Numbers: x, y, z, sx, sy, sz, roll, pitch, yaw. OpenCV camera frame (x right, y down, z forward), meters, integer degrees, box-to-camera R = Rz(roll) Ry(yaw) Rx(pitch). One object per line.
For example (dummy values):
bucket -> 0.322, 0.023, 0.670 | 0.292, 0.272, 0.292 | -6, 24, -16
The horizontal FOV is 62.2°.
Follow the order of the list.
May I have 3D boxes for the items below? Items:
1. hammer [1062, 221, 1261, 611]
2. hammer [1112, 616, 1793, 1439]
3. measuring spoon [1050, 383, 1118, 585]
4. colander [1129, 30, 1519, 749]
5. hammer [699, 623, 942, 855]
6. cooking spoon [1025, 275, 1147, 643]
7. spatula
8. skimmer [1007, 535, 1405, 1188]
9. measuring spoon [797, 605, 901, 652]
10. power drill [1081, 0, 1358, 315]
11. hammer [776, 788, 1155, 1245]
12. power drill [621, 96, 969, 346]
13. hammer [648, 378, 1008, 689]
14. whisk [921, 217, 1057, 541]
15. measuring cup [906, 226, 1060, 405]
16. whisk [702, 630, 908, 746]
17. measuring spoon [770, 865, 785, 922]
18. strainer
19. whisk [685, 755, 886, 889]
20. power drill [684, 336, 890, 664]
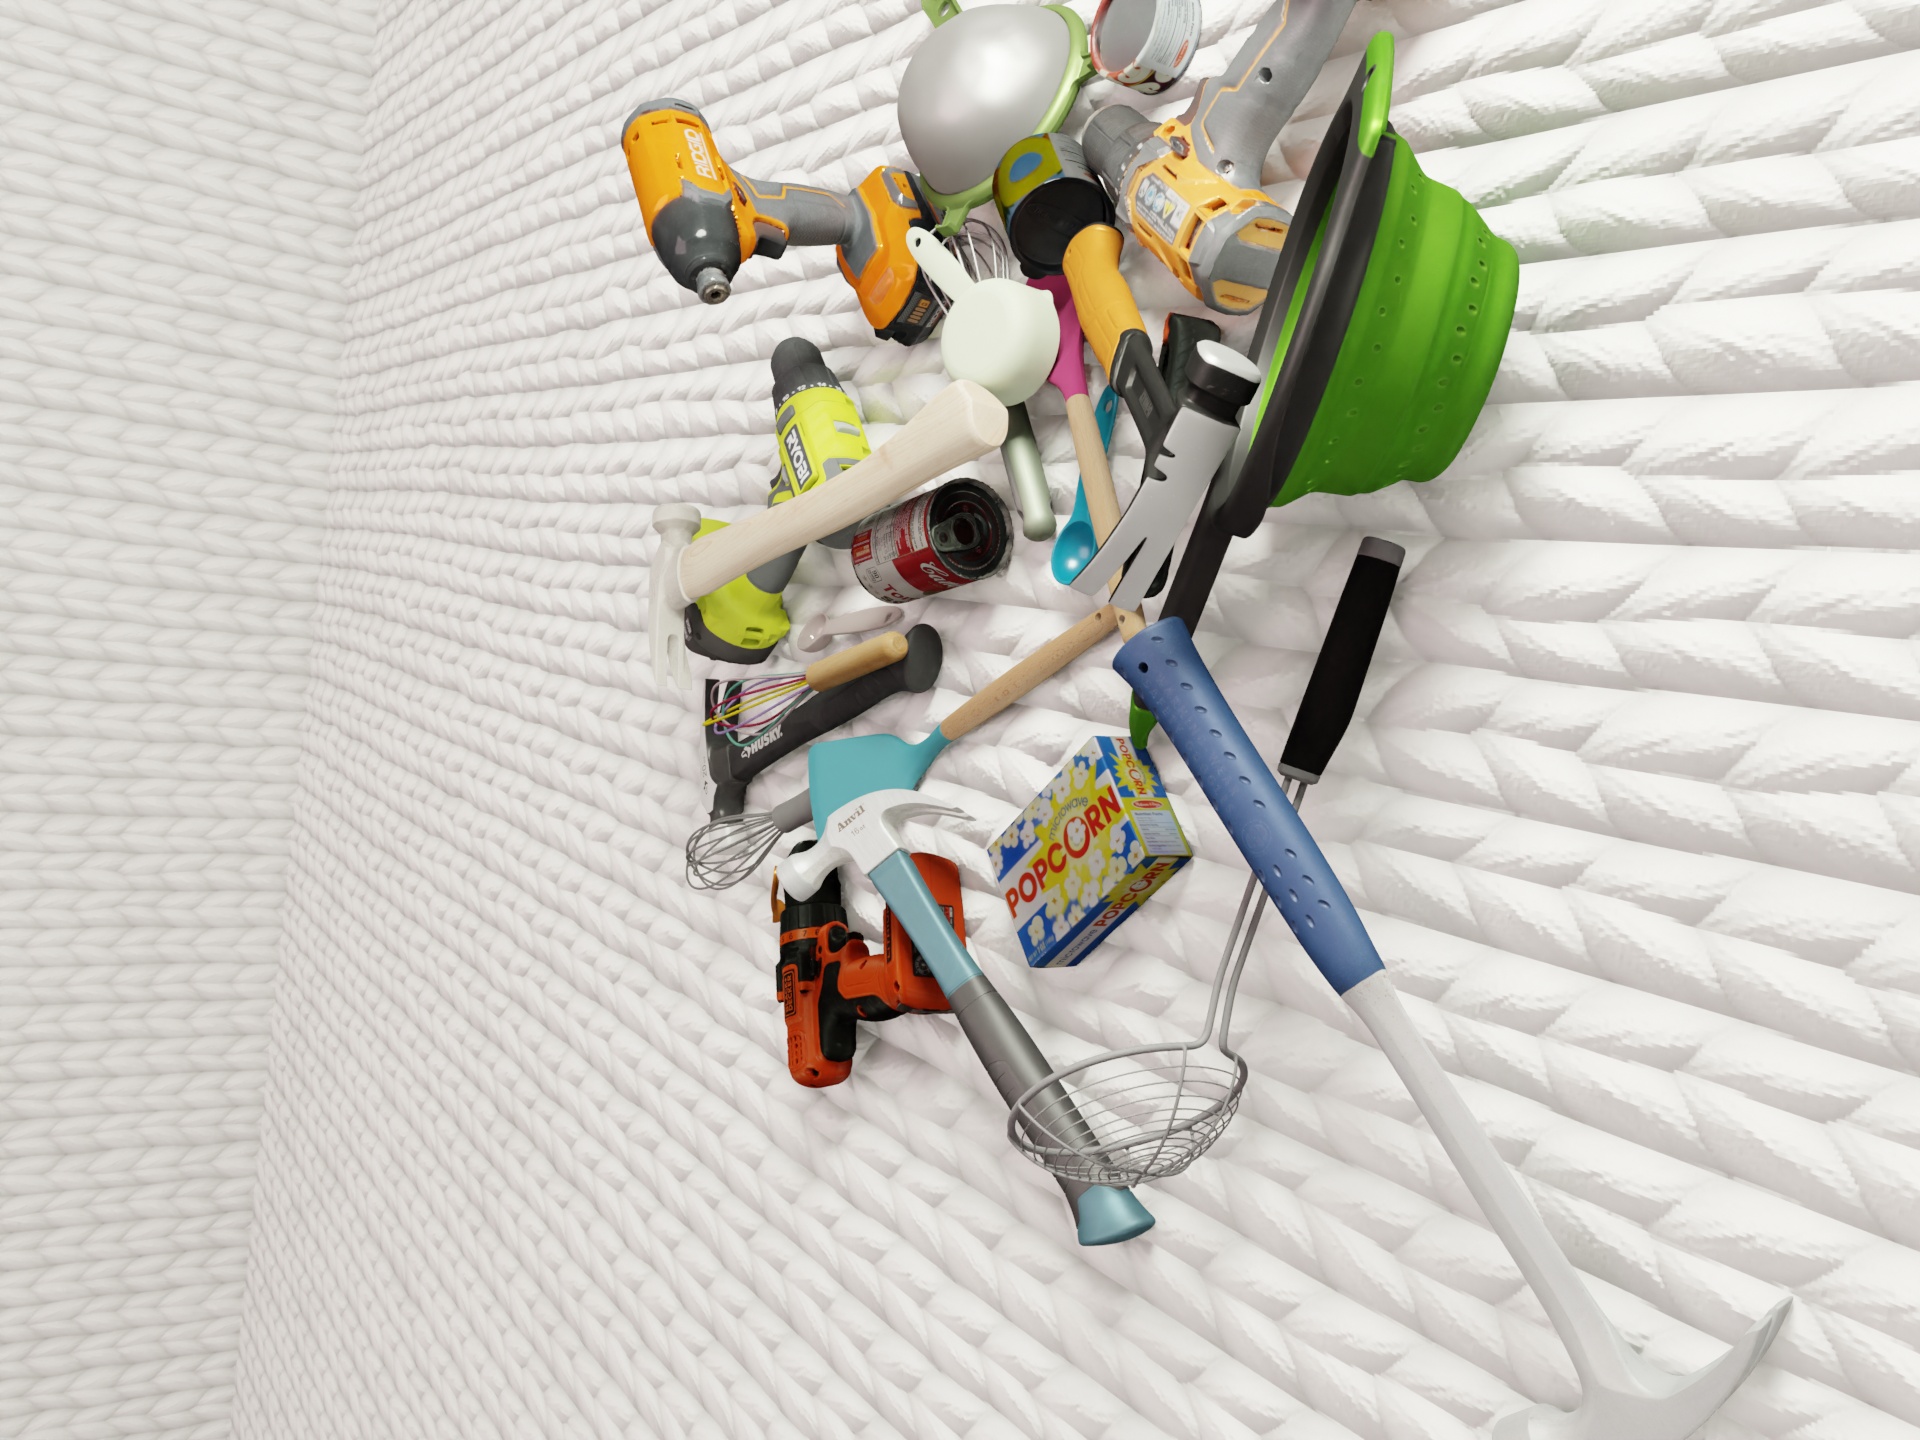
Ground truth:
hammer -> 0.083, -0.187, 0.833 | 0.337, 0.034, 0.127 | -95, 28, -57
hammer -> 0.187, 0.122, 0.698 | 0.144, 0.035, 0.406 | -48, 62, 39
measuring spoon -> 0.085, -0.143, 0.972 | 0.042, 0.021, 0.128 | 7, 83, 56
colander -> 0.173, -0.117, 0.776 | 0.396, 0.094, 0.205 | 105, -178, -45
hammer -> -0.117, -0.005, 1.225 | 0.335, 0.035, 0.146 | -28, 64, 50
cooking spoon -> 0.075, -0.171, 0.949 | 0.068, 0.017, 0.319 | -44, 42, 40
spatula -> -0.002, -0.003, 1.050 | 0.317, 0.044, 0.082 | -36, 55, 46
skimmer -> 0.131, 0.076, 0.813 | 0.090, 0.127, 0.363 | 25, 97, 55
measuring spoon -> -0.081, -0.069, 1.201 | 0.124, 0.018, 0.034 | -7, 54, 49
power drill -> 0.148, -0.358, 0.853 | 0.186, 0.084, 0.226 | 60, 137, 42
hammer -> 0.010, 0.175, 0.969 | 0.128, 0.033, 0.331 | -40, 59, 8
power drill -> -0.111, -0.328, 1.087 | 0.084, 0.226, 0.164 | -49, 48, 41
hammer -> -0.108, -0.131, 1.103 | 0.410, 0.038, 0.146 | -17, 71, 50
whisk -> 0.023, -0.227, 1.043 | 0.057, 0.059, 0.246 | 77, 179, -71
measuring cup -> -0.002, -0.269, 1.012 | 0.083, 0.038, 0.168 | -52, 57, 26
whisk -> -0.119, -0.024, 1.166 | 0.245, 0.047, 0.051 | -18, 71, 49
measuring spoon -> -0.139, 0.133, 1.218 | 0.116, 0.011, 0.021 | 105, 171, -67
strainer -> -0.006, -0.451, 1.068 | 0.151, 0.069, 0.257 | -43, 43, 25
whisk -> -0.135, 0.077, 1.214 | 0.239, 0.055, 0.055 | -28, 63, 38
power drill -> -0.149, -0.171, 1.259 | 0.228, 0.080, 0.191 | -48, 49, 38
